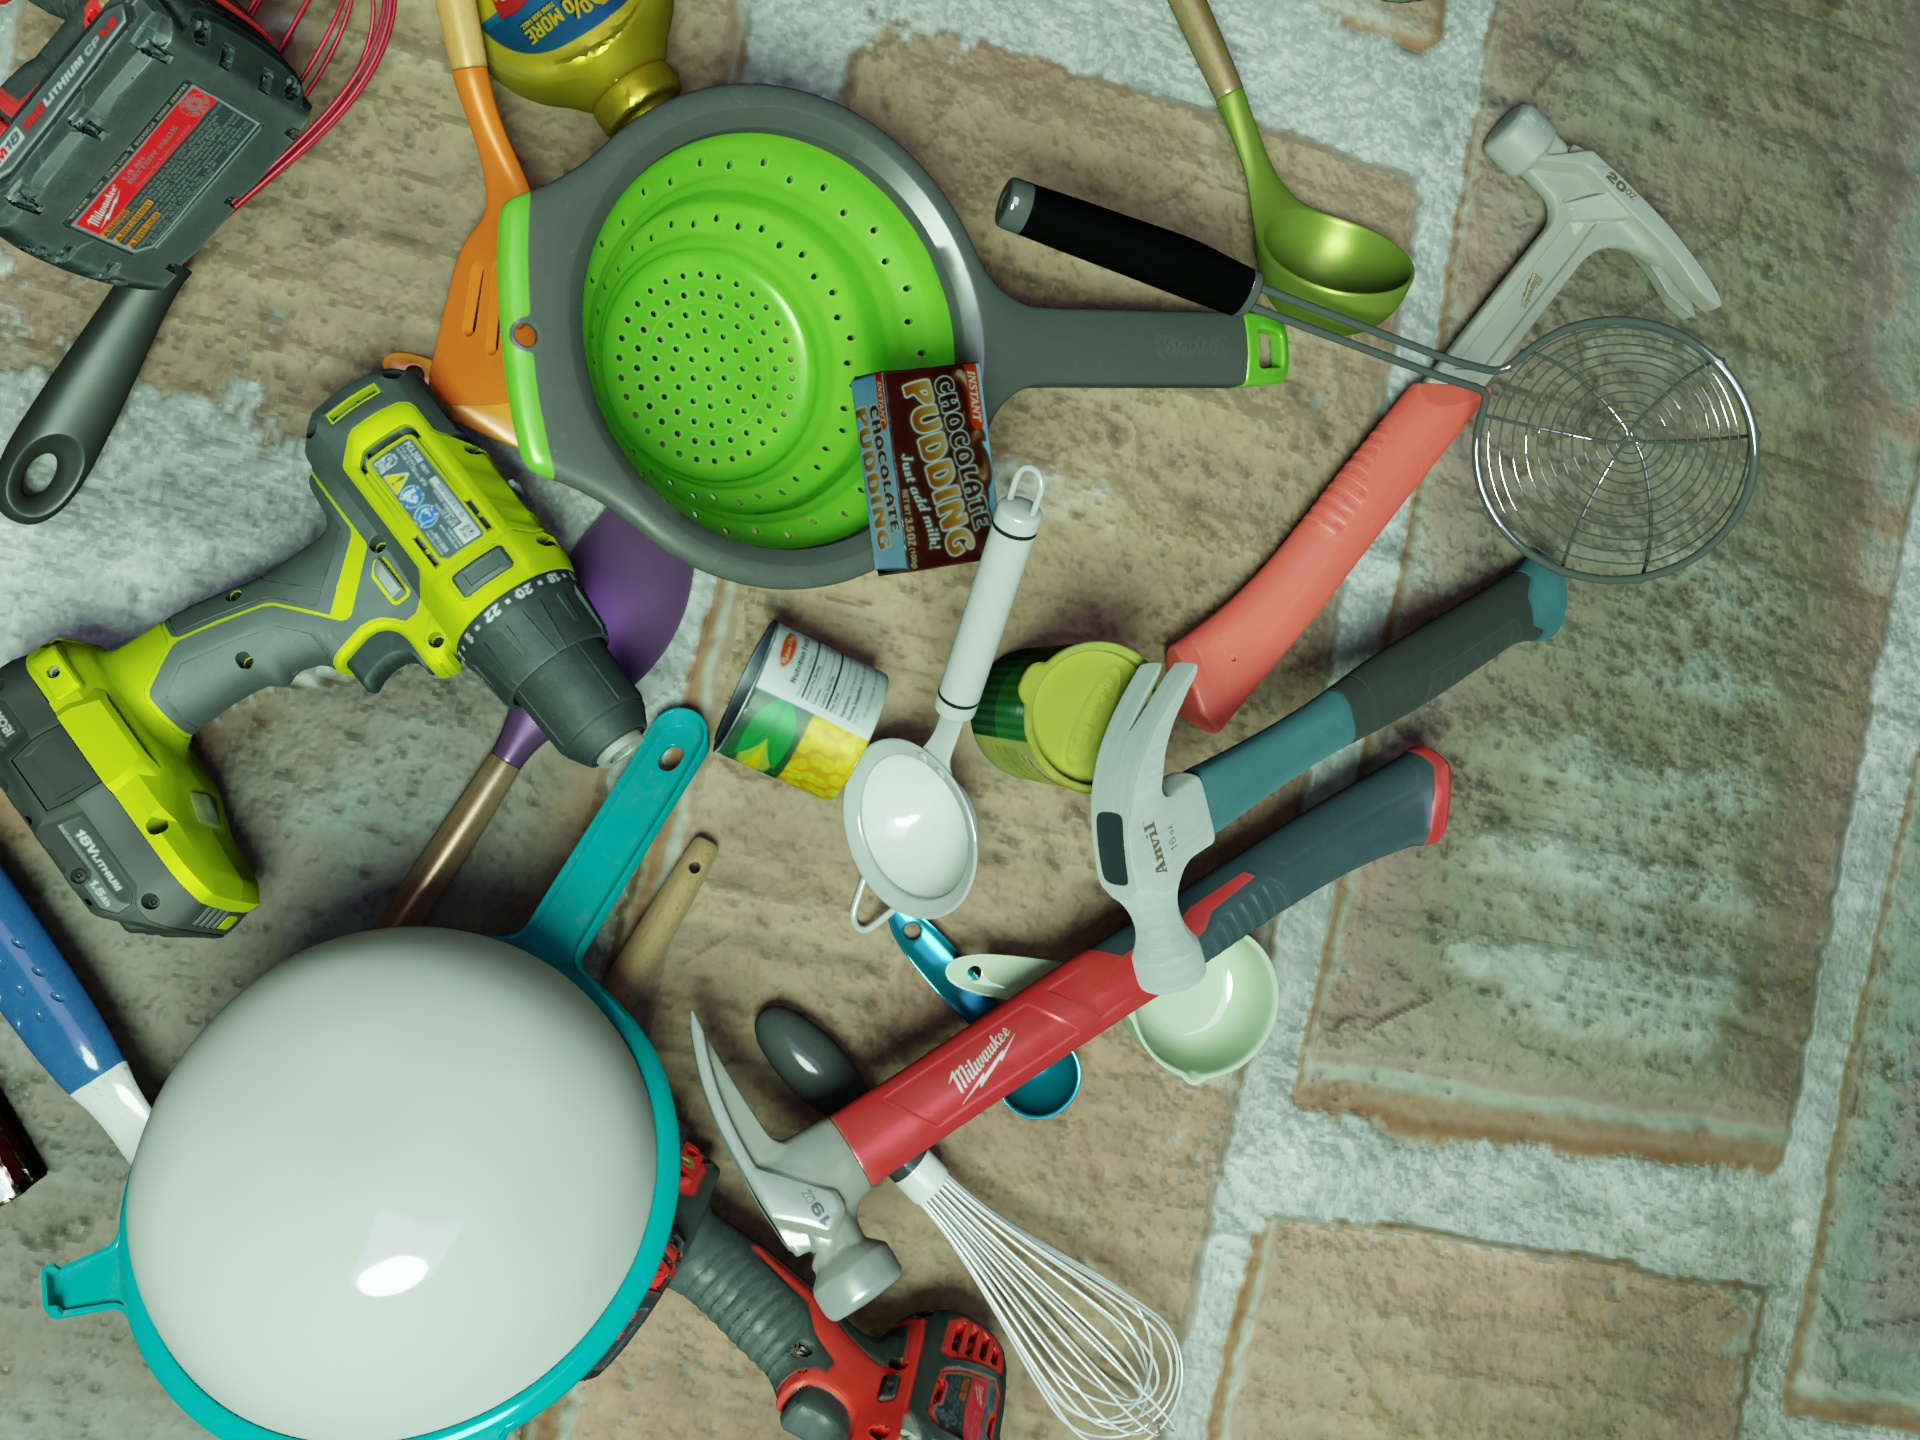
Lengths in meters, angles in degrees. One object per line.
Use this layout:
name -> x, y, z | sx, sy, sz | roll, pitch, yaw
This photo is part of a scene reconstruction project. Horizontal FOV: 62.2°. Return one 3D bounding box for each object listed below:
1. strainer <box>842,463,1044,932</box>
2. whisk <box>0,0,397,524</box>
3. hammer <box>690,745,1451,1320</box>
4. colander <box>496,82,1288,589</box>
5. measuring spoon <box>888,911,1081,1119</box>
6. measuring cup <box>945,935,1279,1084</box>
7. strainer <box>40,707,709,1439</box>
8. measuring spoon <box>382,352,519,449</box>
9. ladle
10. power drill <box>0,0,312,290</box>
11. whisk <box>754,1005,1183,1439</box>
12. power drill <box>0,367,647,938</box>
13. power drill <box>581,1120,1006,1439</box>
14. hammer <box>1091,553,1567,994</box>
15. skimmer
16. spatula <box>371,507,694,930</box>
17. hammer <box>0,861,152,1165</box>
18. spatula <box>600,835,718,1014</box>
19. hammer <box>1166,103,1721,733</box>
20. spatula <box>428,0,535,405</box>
strainer -> -0.001, -0.002, 0.699 | 0.050, 0.258, 0.087 | -23, 54, -40
whisk -> -0.326, -0.213, 0.670 | 0.073, 0.073, 0.296 | 30, 91, -12
hammer -> 0.067, 0.103, 0.736 | 0.386, 0.038, 0.143 | -30, 77, -18
colander -> -0.023, -0.167, 0.732 | 0.397, 0.094, 0.204 | -7, 97, -30
measuring spoon -> 0.008, 0.140, 0.778 | 0.042, 0.021, 0.128 | -41, 90, -8
measuring cup -> 0.071, 0.129, 0.778 | 0.167, 0.038, 0.083 | 8, 90, -11
strainer -> -0.188, 0.108, 0.622 | 0.211, 0.095, 0.340 | 21, 58, 10
measuring spoon -> -0.206, -0.136, 0.720 | 0.117, 0.011, 0.021 | 26, 86, -12
ladle -> 0.127, -0.333, 0.769 | 0.078, 0.062, 0.320 | -28, 95, -34
power drill -> -0.367, -0.280, 0.616 | 0.143, 0.078, 0.220 | -43, 76, 10
whisk -> 0.003, 0.240, 0.759 | 0.070, 0.070, 0.284 | -44, 95, -8
power drill -> -0.263, -0.012, 0.662 | 0.228, 0.080, 0.190 | -37, 84, -10
power drill -> -0.083, 0.282, 0.665 | 0.226, 0.188, 0.080 | 35, 108, -3
hammer -> 0.184, -0.005, 0.740 | 0.331, 0.033, 0.128 | -27, 108, -34
skimmer -> 0.188, -0.160, 0.716 | 0.363, 0.090, 0.127 | 15, 128, -18
spatula -> -0.218, 0.041, 0.719 | 0.059, 0.018, 0.316 | 34, 83, -12
hammer -> -0.349, 0.155, 0.665 | 0.144, 0.035, 0.405 | -33, 93, 2
spatula -> -0.199, 0.192, 0.727 | 0.082, 0.044, 0.317 | 32, 80, -11
hammer -> 0.233, -0.134, 0.808 | 0.149, 0.037, 0.359 | 40, 83, -11
spatula -> -0.215, -0.296, 0.658 | 0.081, 0.041, 0.322 | 2, 110, 29
